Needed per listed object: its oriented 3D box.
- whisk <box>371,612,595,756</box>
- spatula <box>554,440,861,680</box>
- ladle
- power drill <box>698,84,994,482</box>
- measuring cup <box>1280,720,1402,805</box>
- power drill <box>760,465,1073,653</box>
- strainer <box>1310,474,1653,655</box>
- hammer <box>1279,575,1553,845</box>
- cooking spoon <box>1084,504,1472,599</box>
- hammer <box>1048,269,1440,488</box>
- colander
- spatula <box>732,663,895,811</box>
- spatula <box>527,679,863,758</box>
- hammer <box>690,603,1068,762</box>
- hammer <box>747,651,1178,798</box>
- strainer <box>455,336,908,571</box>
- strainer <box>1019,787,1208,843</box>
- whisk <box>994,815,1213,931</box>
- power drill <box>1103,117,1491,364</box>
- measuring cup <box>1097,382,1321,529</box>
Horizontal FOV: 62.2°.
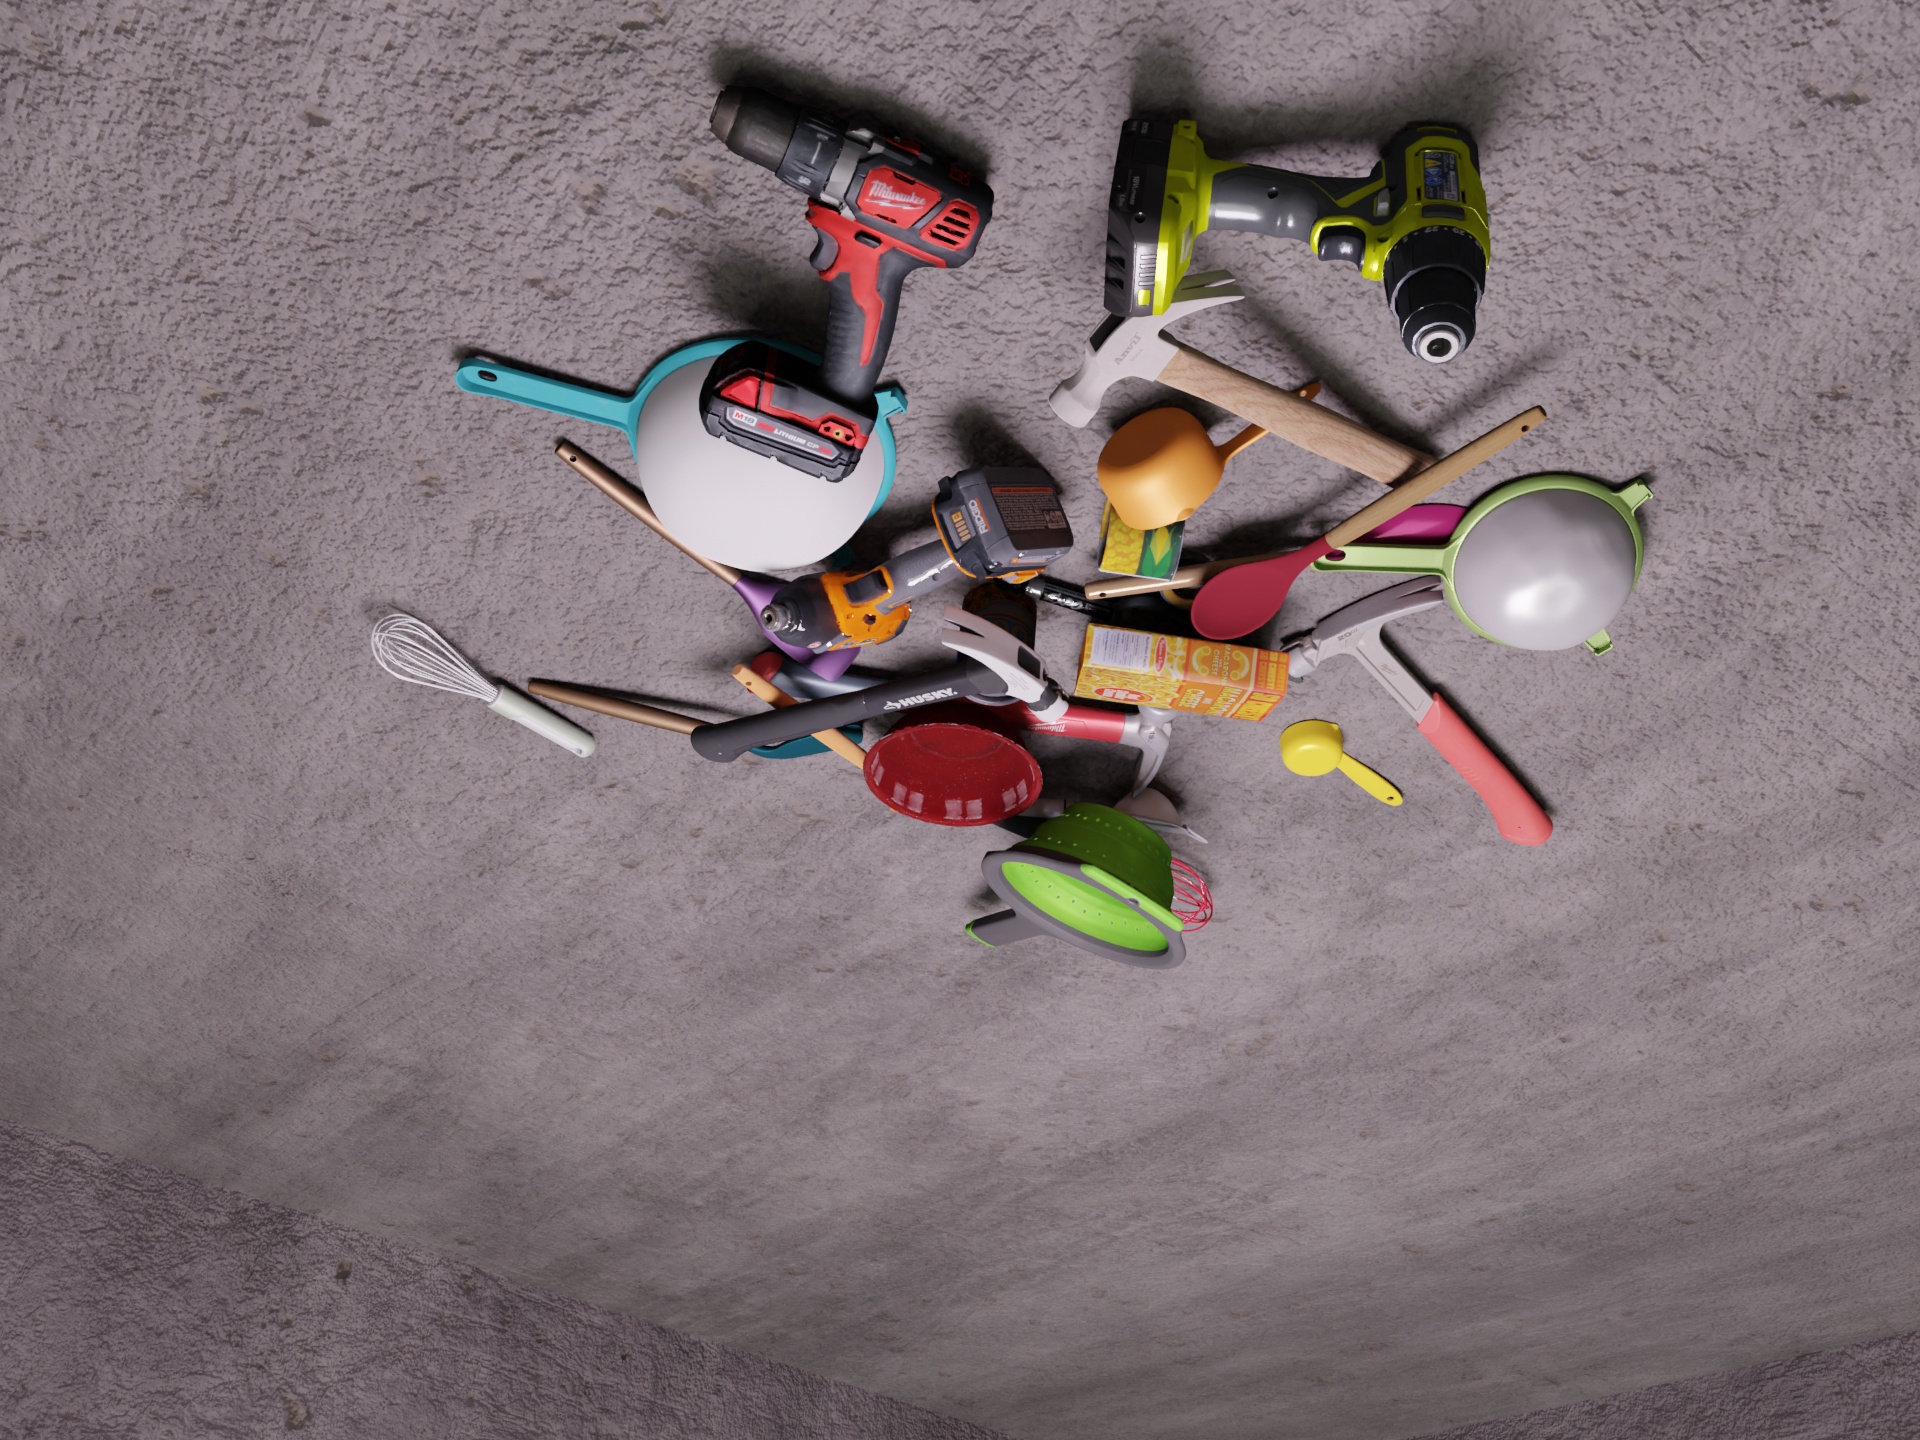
[{"bbox_3d":[-0.442,-0.026,1.489,0.058,0.059,0.246,-15,143,41],"label":"whisk"},{"bbox_3d":[-0.207,-0.136,1.336,0.315,0.018,0.060,36,96,-28],"label":"spatula"},{"bbox_3d":[0.298,-0.147,1.192,0.069,0.031,0.315,29,137,-30],"label":"ladle"},{"bbox_3d":[-0.104,-0.292,1.059,0.187,0.080,0.226,20,120,-16],"label":"power drill"},{"bbox_3d":[0.361,0.051,1.485,0.156,0.029,0.062,32,135,-26],"label":"measuring cup"},{"bbox_3d":[-0.043,-0.117,1.242,0.226,0.084,0.164,-25,174,32],"label":"power drill"},{"bbox_3d":[0.399,-0.110,1.223,0.256,0.069,0.151,3,124,3],"label":"strainer"},{"bbox_3d":[0.443,0.007,1.417,0.149,0.037,0.358,-26,131,33],"label":"hammer"},{"bbox_3d":[0.258,-0.126,1.275,0.319,0.017,0.068,-8,138,8],"label":"cooking spoon"},{"bbox_3d":[0.224,-0.217,1.107,0.331,0.031,0.130,14,131,-35],"label":"hammer"},{"bbox_3d":[0.100,0.158,1.545,0.204,0.094,0.397,33,158,-11],"label":"colander"},{"bbox_3d":[-0.100,0.022,1.463,0.081,0.041,0.322,-28,139,22],"label":"spatula"},{"bbox_3d":[-0.251,-0.004,1.498,0.317,0.044,0.082,14,167,2],"label":"spatula"},{"bbox_3d":[-0.089,-0.015,1.325,0.335,0.035,0.146,-13,146,29],"label":"hammer"},{"bbox_3d":[-0.002,-0.005,1.462,0.386,0.038,0.143,8,143,-2],"label":"hammer"},{"bbox_3d":[-0.219,-0.197,1.209,0.340,0.095,0.210,13,141,-11],"label":"strainer"},{"bbox_3d":[0.113,0.085,1.540,0.258,0.050,0.087,4,171,-1],"label":"strainer"},{"bbox_3d":[0.133,0.136,1.603,0.295,0.073,0.073,27,137,-16],"label":"whisk"},{"bbox_3d":[0.205,-0.292,0.966,0.228,0.191,0.080,6,141,7],"label":"power drill"},{"bbox_3d":[0.178,-0.212,1.164,0.173,0.095,0.052,-33,124,15],"label":"measuring cup"}]
